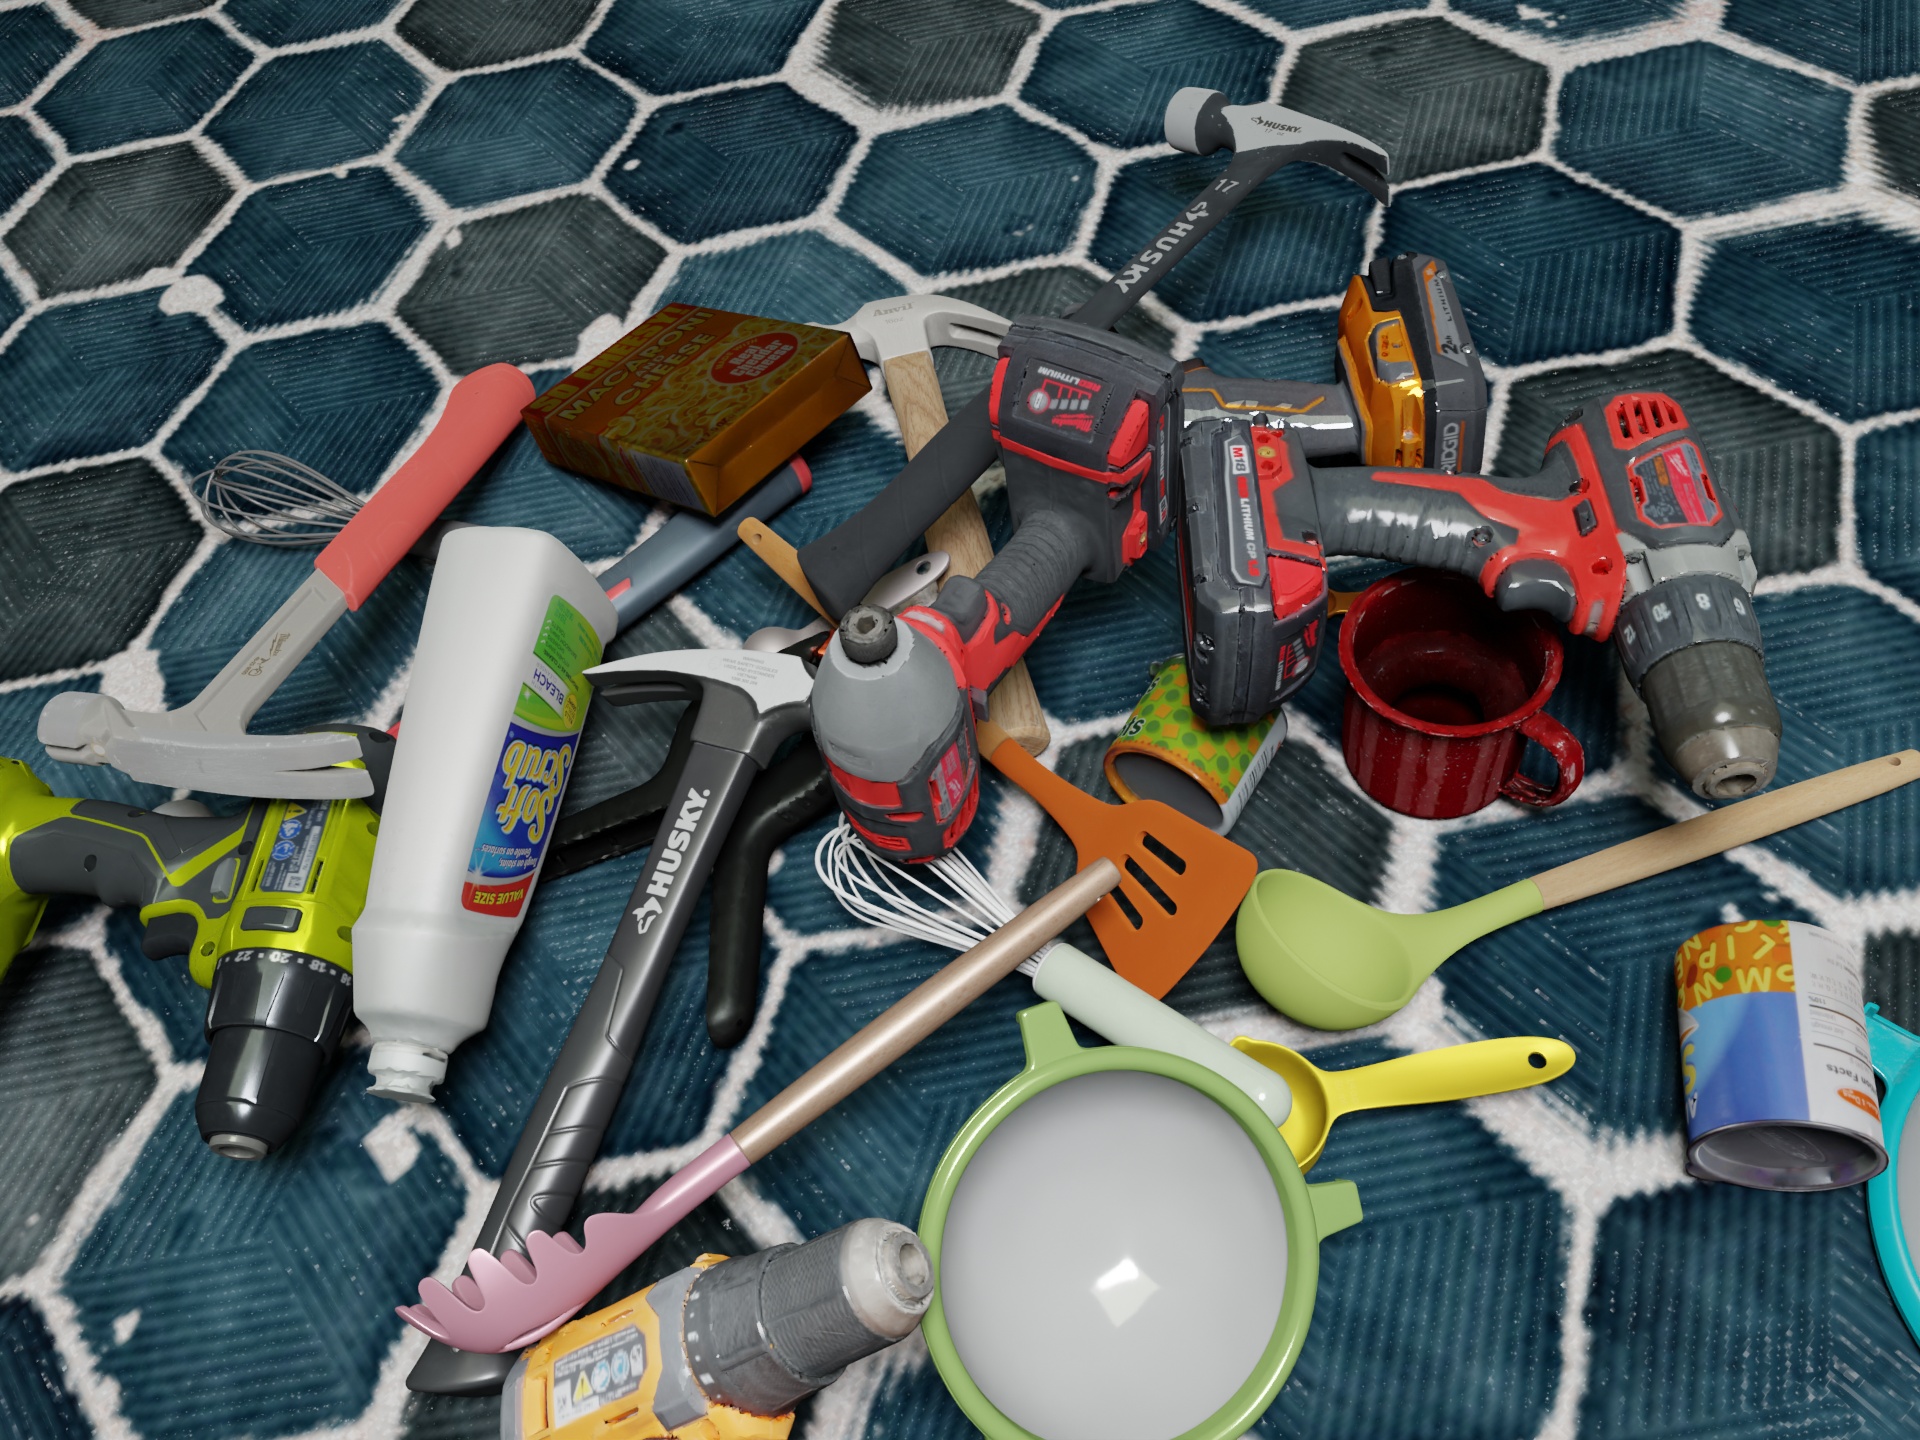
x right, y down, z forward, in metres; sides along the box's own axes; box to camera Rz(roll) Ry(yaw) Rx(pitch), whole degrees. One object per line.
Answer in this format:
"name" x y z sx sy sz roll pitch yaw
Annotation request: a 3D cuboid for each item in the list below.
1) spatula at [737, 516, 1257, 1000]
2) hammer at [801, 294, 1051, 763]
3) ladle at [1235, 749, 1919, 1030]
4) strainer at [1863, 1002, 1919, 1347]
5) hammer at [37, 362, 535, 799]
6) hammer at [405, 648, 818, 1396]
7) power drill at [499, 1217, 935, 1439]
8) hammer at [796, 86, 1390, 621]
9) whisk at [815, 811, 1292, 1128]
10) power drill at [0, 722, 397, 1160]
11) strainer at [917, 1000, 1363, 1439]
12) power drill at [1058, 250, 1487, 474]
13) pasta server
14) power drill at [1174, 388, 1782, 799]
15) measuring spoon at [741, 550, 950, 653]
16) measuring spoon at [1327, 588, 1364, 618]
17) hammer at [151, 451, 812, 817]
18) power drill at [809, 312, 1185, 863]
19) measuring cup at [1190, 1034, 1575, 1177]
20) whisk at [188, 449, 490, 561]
"spatula" -0.001 -0.002 0.736 0.323 0.041 0.081 41 101 23
"hammer" -0.005 -0.116 0.855 0.130 0.031 0.332 -15 54 -1
"ladle" 0.268 0.058 0.674 0.320 0.062 0.078 -17 42 -7
"strainer" 0.436 0.221 0.505 0.211 0.095 0.341 -3 53 7
"hammer" -0.290 -0.088 0.805 0.149 0.036 0.359 5 38 10
"hammer" -0.149 0.118 0.678 0.146 0.035 0.335 13 68 20
"power drill" -0.071 0.286 0.514 0.185 0.084 0.226 -33 49 25
"hammer" 0.063 -0.194 0.814 0.149 0.036 0.409 27 64 34
"whisk" 0.033 0.100 0.670 0.246 0.057 0.059 29 41 32
"power drill" -0.365 0.092 0.695 0.228 0.080 0.191 1 56 4
"strainer" 0.025 0.241 0.582 0.151 0.069 0.256 32 78 -7
"power drill" 0.148 -0.179 0.847 0.226 0.084 0.164 -8 52 8
"pasta server" -0.067 0.143 0.616 0.316 0.060 0.040 -35 77 -14
"power drill" 0.206 -0.049 0.646 0.226 0.080 0.188 -3 55 4
"measuring spoon" -0.061 -0.056 0.809 0.124 0.018 0.034 -29 55 9
"measuring spoon" 0.227 -0.054 0.788 0.117 0.011 0.021 3 56 7
"hammer" -0.219 -0.015 0.815 0.386 0.038 0.143 -40 60 -18
"power drill" 0.013 -0.058 0.664 0.078 0.143 0.220 23 64 21
"measuring cup" 0.168 0.152 0.641 0.156 0.029 0.062 -10 54 -1
"whisk" -0.327 -0.109 0.894 0.239 0.055 0.055 14 58 13
